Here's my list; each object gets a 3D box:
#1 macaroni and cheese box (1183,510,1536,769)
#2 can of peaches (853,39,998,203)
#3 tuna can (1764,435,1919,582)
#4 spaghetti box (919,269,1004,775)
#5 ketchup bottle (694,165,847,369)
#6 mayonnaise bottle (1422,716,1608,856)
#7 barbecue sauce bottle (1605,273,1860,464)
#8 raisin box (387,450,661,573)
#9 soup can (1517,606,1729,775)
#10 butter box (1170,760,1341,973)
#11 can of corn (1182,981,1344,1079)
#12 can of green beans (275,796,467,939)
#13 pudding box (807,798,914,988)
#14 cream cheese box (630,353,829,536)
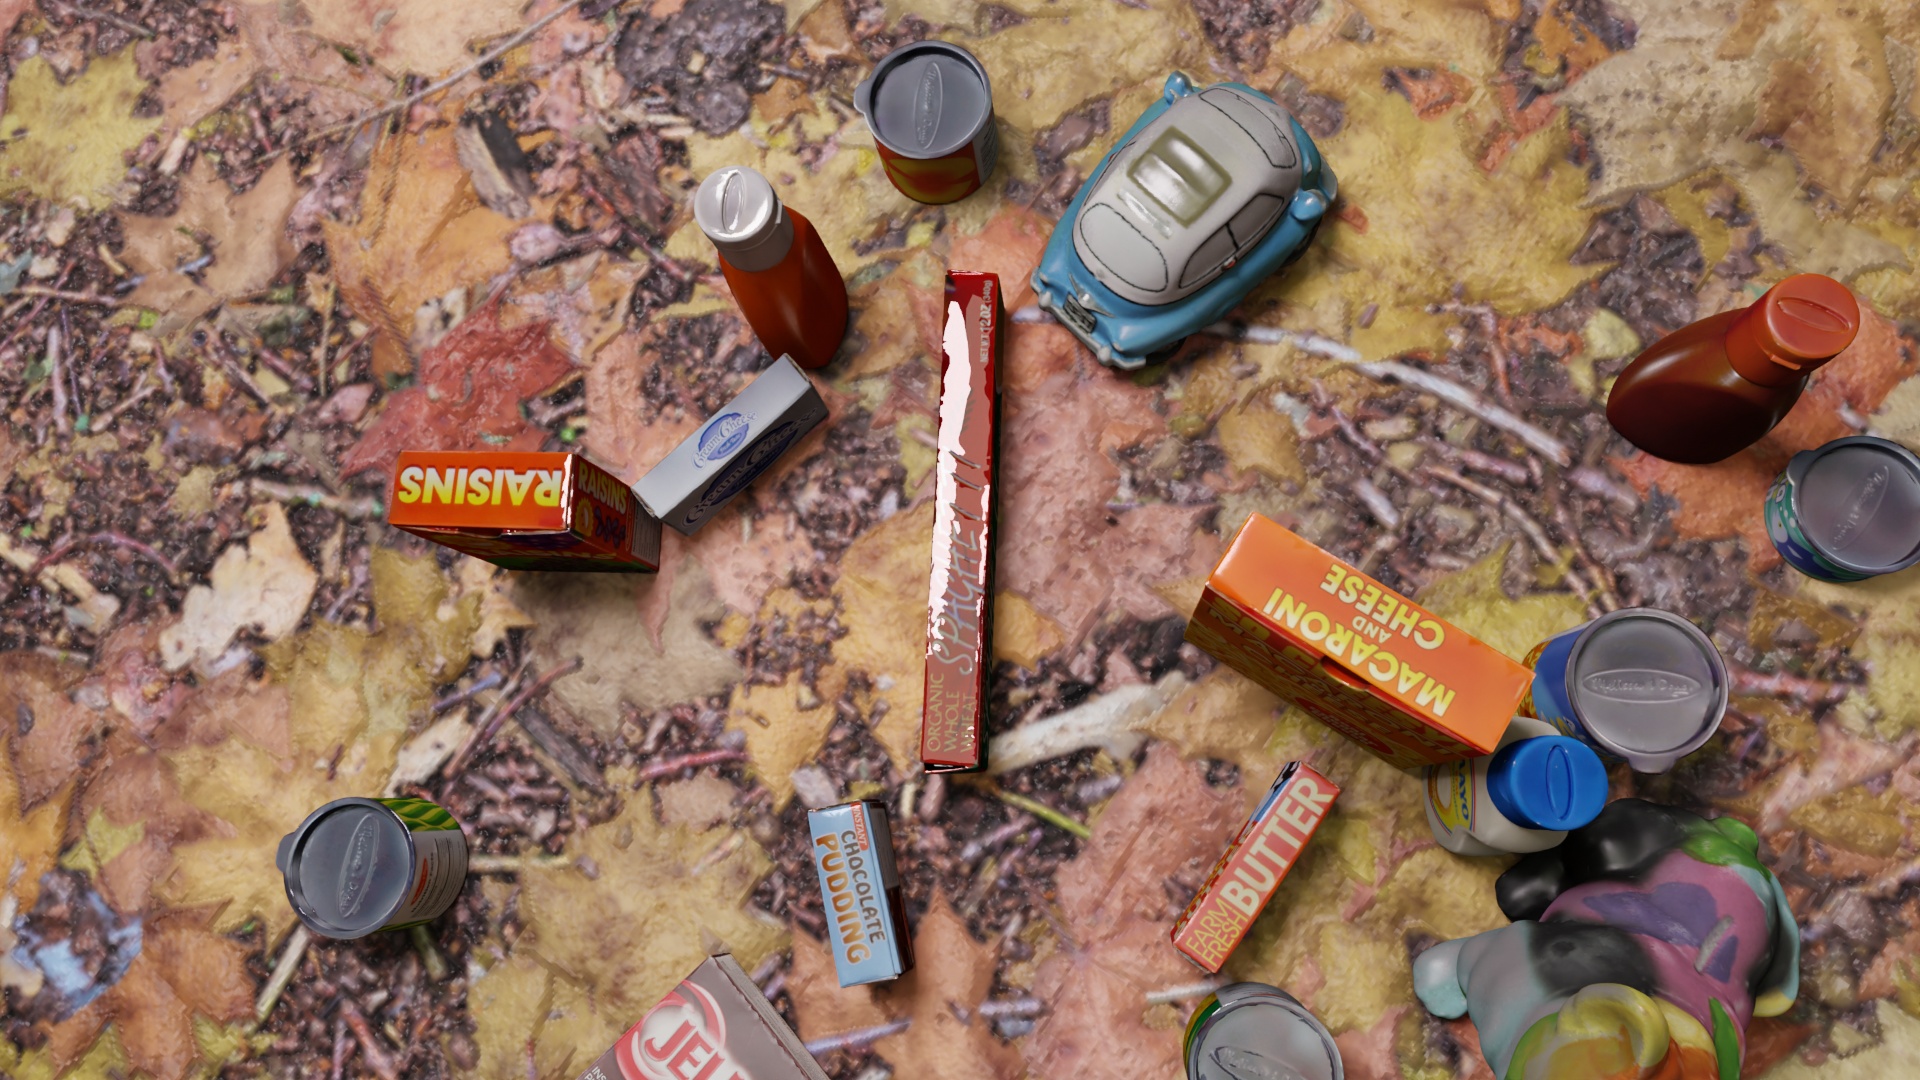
[{"bbox_3d":[0.163,0.050,0.604,0.124,0.166,0.040,32,84,11],"label":"macaroni and cheese box"},{"bbox_3d":[-0.016,-0.220,0.734,0.071,0.058,0.071,-1,79,6],"label":"can of peaches"},{"bbox_3d":[0.419,-0.015,0.657,0.071,0.033,0.071,-1,79,6],"label":"tuna can"},{"bbox_3d":[0.002,-0.009,0.693,0.029,0.050,0.250,1,79,7],"label":"spaghetti box"},{"bbox_3d":[-0.090,-0.134,0.678,0.043,0.148,0.065,3,80,7],"label":"ketchup bottle"},{"bbox_3d":[0.233,0.104,0.594,0.041,0.148,0.065,0,79,7],"label":"mayonnaise bottle"},{"bbox_3d":[0.343,-0.075,0.618,0.065,0.148,0.044,26,83,11],"label":"barbecue sauce bottle"},{"bbox_3d":[-0.207,-0.012,0.679,0.086,0.123,0.040,2,79,7],"label":"raisin box"},{"bbox_3d":[0.295,0.071,0.627,0.071,0.083,0.071,-1,79,6],"label":"soup can"},{"bbox_3d":[0.136,0.151,0.644,0.024,0.053,0.103,35,84,12],"label":"butter box"},{"bbox_3d":[0.133,0.238,0.624,0.071,0.058,0.071,-1,79,6],"label":"can of corn"},{"bbox_3d":[-0.287,0.160,0.687,0.071,0.057,0.071,-1,79,6],"label":"can of green beans"},{"bbox_3d":[-0.047,0.167,0.663,0.030,0.049,0.084,-14,78,4],"label":"pudding box"},{"bbox_3d":[-0.116,-0.047,0.712,0.104,0.053,0.024,-42,78,-3],"label":"cream cheese box"}]
